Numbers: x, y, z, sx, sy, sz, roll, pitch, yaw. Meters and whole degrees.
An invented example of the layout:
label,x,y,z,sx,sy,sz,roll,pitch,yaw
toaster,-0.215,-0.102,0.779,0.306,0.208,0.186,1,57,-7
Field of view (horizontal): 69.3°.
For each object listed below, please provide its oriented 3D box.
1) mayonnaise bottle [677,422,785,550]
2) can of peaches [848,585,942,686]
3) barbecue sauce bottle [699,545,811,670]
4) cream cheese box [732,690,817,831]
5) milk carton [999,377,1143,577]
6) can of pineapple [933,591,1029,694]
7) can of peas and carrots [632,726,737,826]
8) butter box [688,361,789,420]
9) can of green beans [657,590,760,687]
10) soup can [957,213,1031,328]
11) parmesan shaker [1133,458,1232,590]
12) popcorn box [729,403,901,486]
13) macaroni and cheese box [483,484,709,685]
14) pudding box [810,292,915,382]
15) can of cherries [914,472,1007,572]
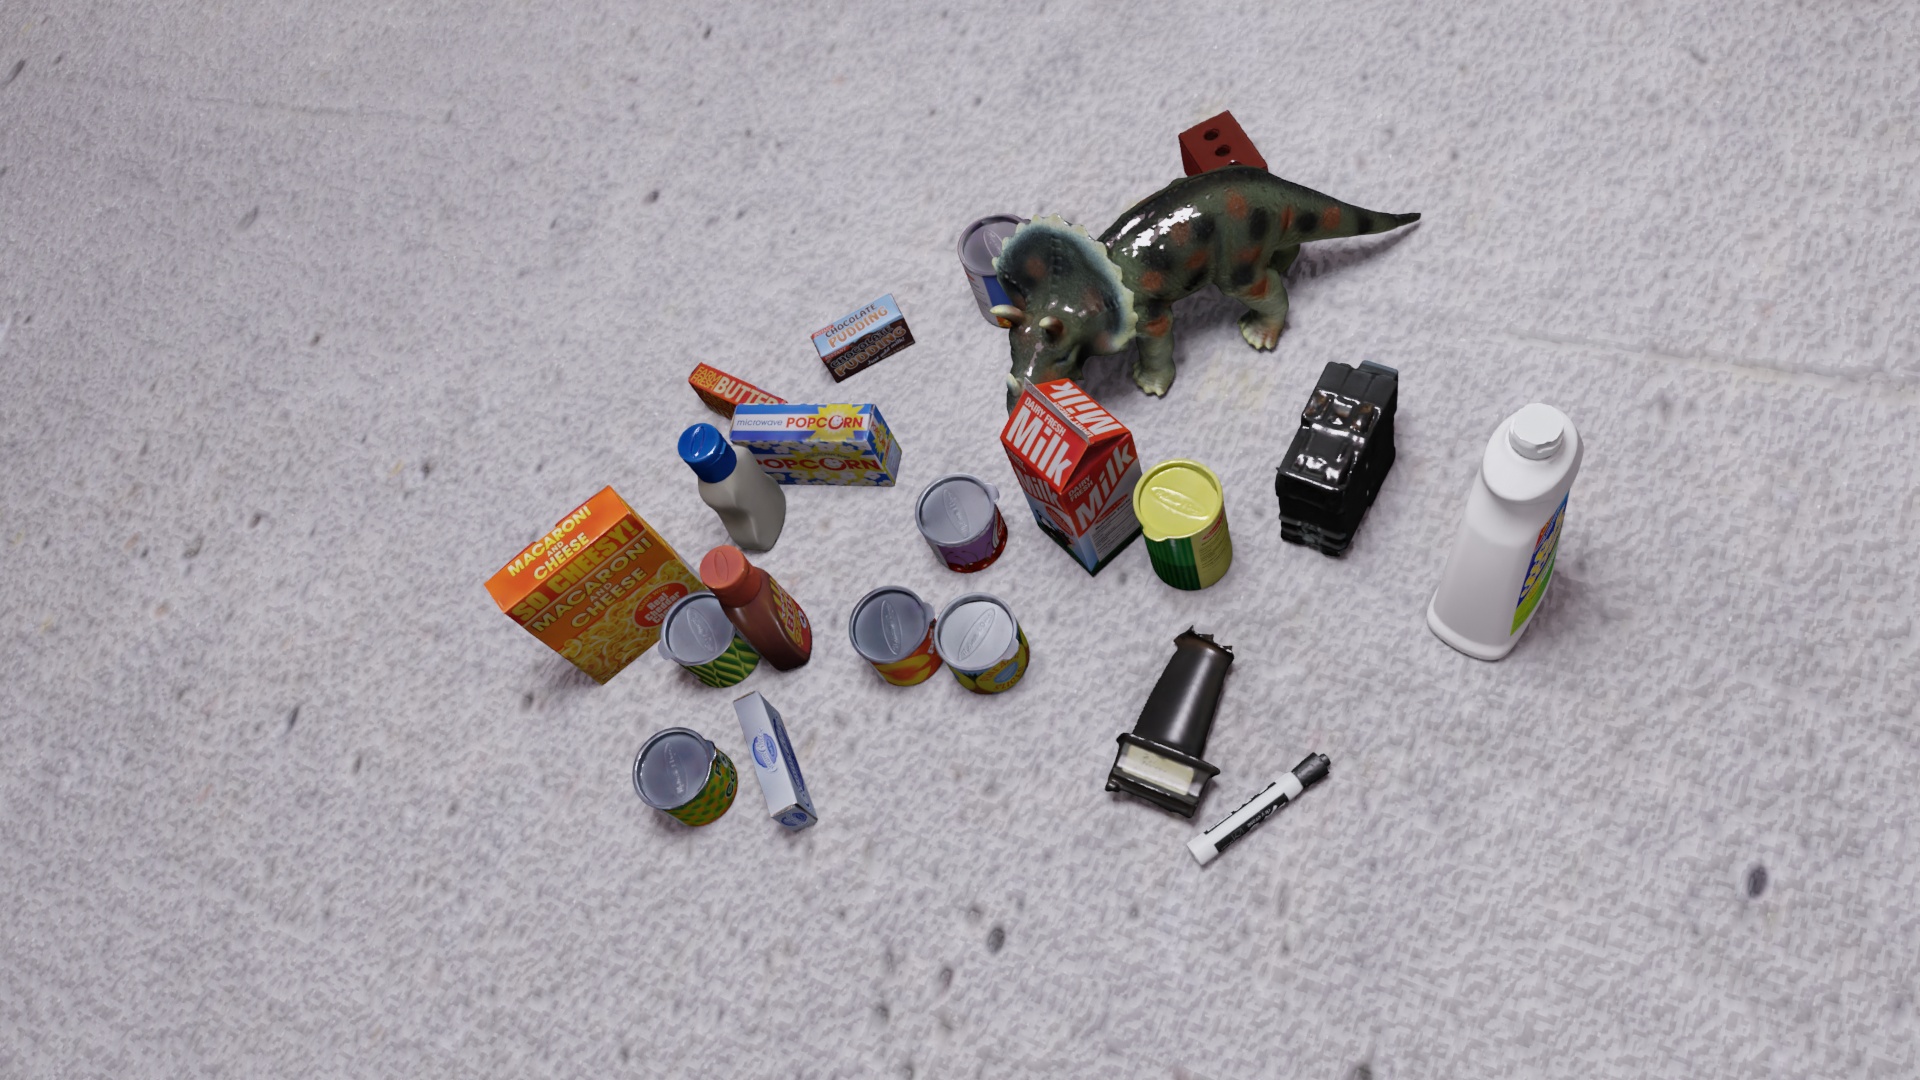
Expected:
label,x,y,z,sx,sy,sz,roll,pitch,yaw
mayonnaise bottle,-0.190,-0.047,1.158,0.041,0.147,0.065,4,66,17
can of peaches,-0.047,0.076,1.111,0.071,0.058,0.071,-6,63,12
barbecue sauce bottle,-0.162,0.051,1.102,0.043,0.148,0.065,-20,61,5
cream cheese box,-0.145,0.174,1.091,0.024,0.053,0.104,-26,61,2
milk carton,0.089,-0.055,1.064,0.073,0.190,0.072,-41,62,-7
can of pineapple,0.019,0.083,1.090,0.071,0.057,0.071,-6,63,12
can of peas and carrots,-0.215,0.187,1.100,0.071,0.058,0.071,-6,63,12
butter box,-0.193,-0.122,1.251,0.103,0.053,0.024,25,73,24
can of green beans,-0.205,0.082,1.150,0.071,0.057,0.071,-6,63,12
soup can,0.042,-0.239,1.229,0.071,0.083,0.071,-6,63,12
parmesan shaker,0.171,-0.008,1.069,0.071,0.102,0.071,-6,63,12
popcorn box,-0.124,-0.082,1.194,0.127,0.085,0.038,1,65,16
macaroni and cheese box,-0.290,0.040,1.131,0.124,0.166,0.040,-40,62,-6
pudding box,-0.088,-0.183,1.255,0.084,0.049,0.030,-27,61,0
can of cherries,0.004,-0.014,1.142,0.071,0.058,0.072,-6,63,12
